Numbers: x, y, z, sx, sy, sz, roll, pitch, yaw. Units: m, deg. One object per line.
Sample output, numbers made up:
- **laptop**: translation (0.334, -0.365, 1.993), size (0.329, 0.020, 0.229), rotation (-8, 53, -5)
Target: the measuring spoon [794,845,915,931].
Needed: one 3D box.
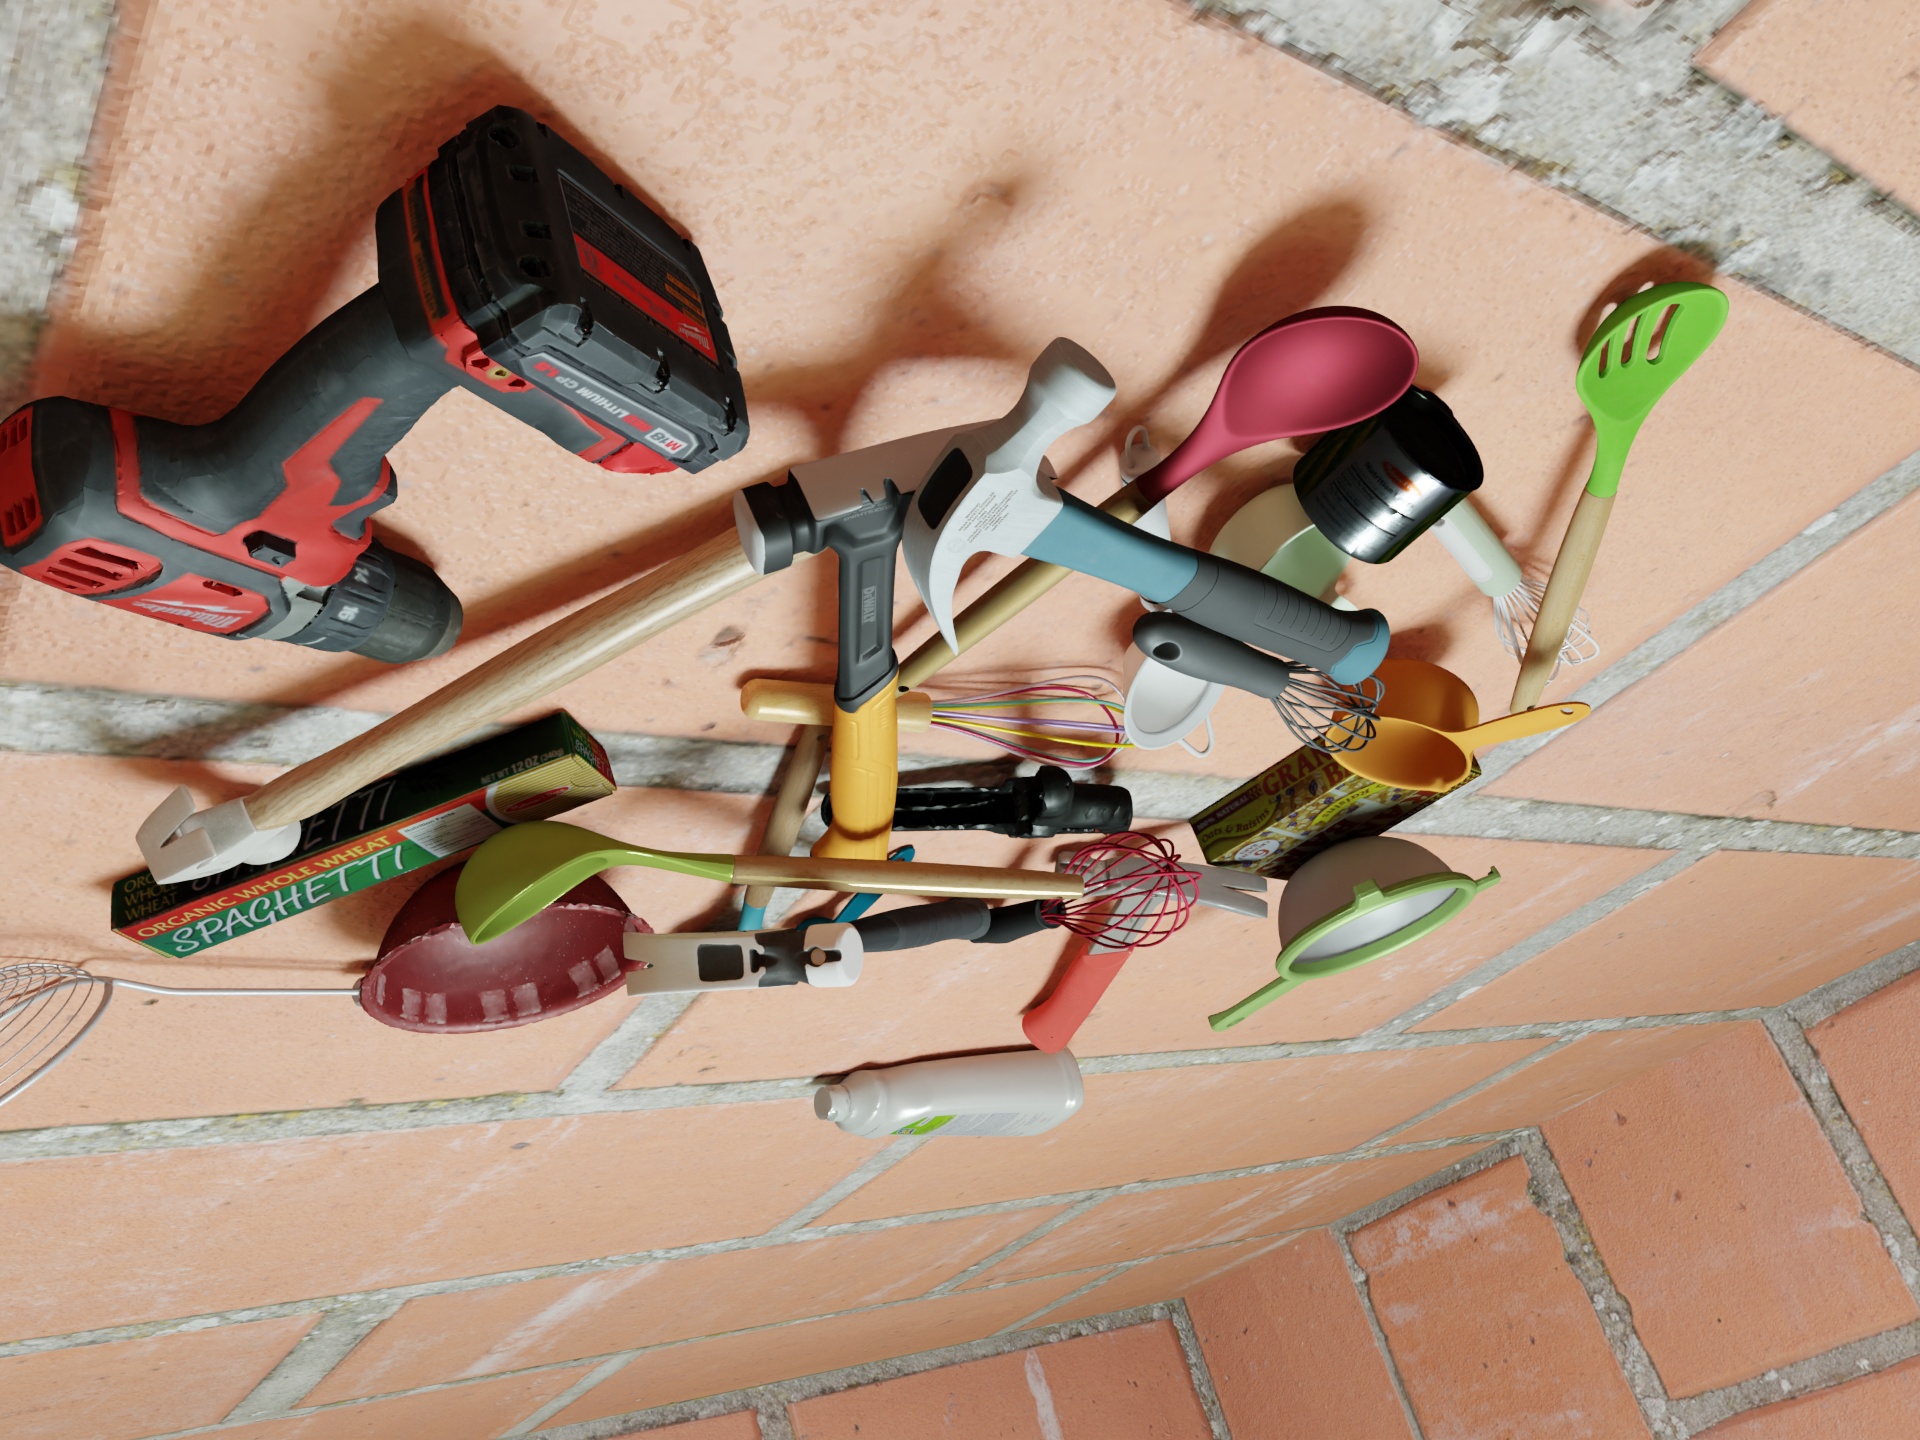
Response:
- **measuring spoon**: translation (-0.073, 0.117, 1.054), size (0.042, 0.021, 0.128), rotation (12, 130, -45)

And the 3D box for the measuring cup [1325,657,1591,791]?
- **measuring cup**: translation (0.298, -0.009, 0.944), size (0.095, 0.052, 0.173), rotation (34, 150, -26)

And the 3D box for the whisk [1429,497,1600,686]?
- **whisk**: translation (0.306, -0.077, 0.897), size (0.058, 0.059, 0.246), rotation (18, 173, 40)

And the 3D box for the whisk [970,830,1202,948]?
- **whisk**: translation (0.068, 0.122, 1.035), size (0.073, 0.073, 0.296), rotation (-5, 169, -24)

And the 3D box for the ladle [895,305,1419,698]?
- **ladle**: translation (0.066, -0.087, 0.713), size (0.069, 0.031, 0.315), rotation (27, 134, -33)

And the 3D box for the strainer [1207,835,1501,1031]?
- **strainer**: translation (0.256, 0.151, 1.165), size (0.151, 0.069, 0.256), rotation (-1, 149, -37)

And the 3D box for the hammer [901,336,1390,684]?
- **hammer**: translation (0.101, -0.061, 0.696), size (0.128, 0.033, 0.330), rotation (-44, 146, 25)

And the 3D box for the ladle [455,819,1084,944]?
- **ladle**: translation (-0.090, 0.089, 0.812), size (0.320, 0.062, 0.078), rotation (4, 163, -13)

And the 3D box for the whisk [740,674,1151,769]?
- **whisk**: translation (-0.002, -0.003, 0.852), size (0.244, 0.047, 0.051), rotation (4, 146, -29)

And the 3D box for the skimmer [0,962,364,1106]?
- **skimmer**: translation (-0.396, 0.182, 0.890), size (0.127, 0.090, 0.363), rotation (0, 174, 45)

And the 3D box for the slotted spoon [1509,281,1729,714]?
- **slotted spoon**: translation (0.325, -0.102, 0.830), size (0.070, 0.031, 0.313), rotation (-14, 142, -7)

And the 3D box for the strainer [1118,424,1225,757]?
- **strainer**: translation (0.100, -0.062, 0.806), size (0.087, 0.050, 0.258), rotation (-42, 149, -15)

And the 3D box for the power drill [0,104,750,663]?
- **power drill**: translation (-0.185, -0.089, 0.548), size (0.226, 0.080, 0.187), rotation (-24, 159, 19)

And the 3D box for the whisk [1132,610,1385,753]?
- **whisk**: translation (0.161, -0.022, 0.843), size (0.055, 0.055, 0.238), rotation (-36, 148, 29)

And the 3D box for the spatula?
- **spatula**: translation (-0.121, 0.084, 0.954), size (0.082, 0.044, 0.317), rotation (-4, 144, -25)

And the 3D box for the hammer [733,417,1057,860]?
- **hammer**: translation (-0.038, -0.010, 0.751), size (0.127, 0.034, 0.336), rotation (-18, 152, -16)

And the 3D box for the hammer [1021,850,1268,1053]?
- **hammer**: translation (0.116, 0.192, 1.241), size (0.149, 0.037, 0.358), rotation (9, 151, -5)

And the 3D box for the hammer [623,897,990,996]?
- **hammer**: translation (-0.065, 0.131, 0.963), size (0.146, 0.035, 0.334), rotation (-6, 175, 22)

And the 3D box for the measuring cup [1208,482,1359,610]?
- **measuring cup**: translation (0.177, -0.074, 0.827), size (0.083, 0.038, 0.167), rotation (-45, 153, 12)

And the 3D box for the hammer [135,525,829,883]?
- **hammer**: translation (-0.204, -0.012, 0.685), size (0.331, 0.031, 0.130), rotation (-27, -179, 6)
